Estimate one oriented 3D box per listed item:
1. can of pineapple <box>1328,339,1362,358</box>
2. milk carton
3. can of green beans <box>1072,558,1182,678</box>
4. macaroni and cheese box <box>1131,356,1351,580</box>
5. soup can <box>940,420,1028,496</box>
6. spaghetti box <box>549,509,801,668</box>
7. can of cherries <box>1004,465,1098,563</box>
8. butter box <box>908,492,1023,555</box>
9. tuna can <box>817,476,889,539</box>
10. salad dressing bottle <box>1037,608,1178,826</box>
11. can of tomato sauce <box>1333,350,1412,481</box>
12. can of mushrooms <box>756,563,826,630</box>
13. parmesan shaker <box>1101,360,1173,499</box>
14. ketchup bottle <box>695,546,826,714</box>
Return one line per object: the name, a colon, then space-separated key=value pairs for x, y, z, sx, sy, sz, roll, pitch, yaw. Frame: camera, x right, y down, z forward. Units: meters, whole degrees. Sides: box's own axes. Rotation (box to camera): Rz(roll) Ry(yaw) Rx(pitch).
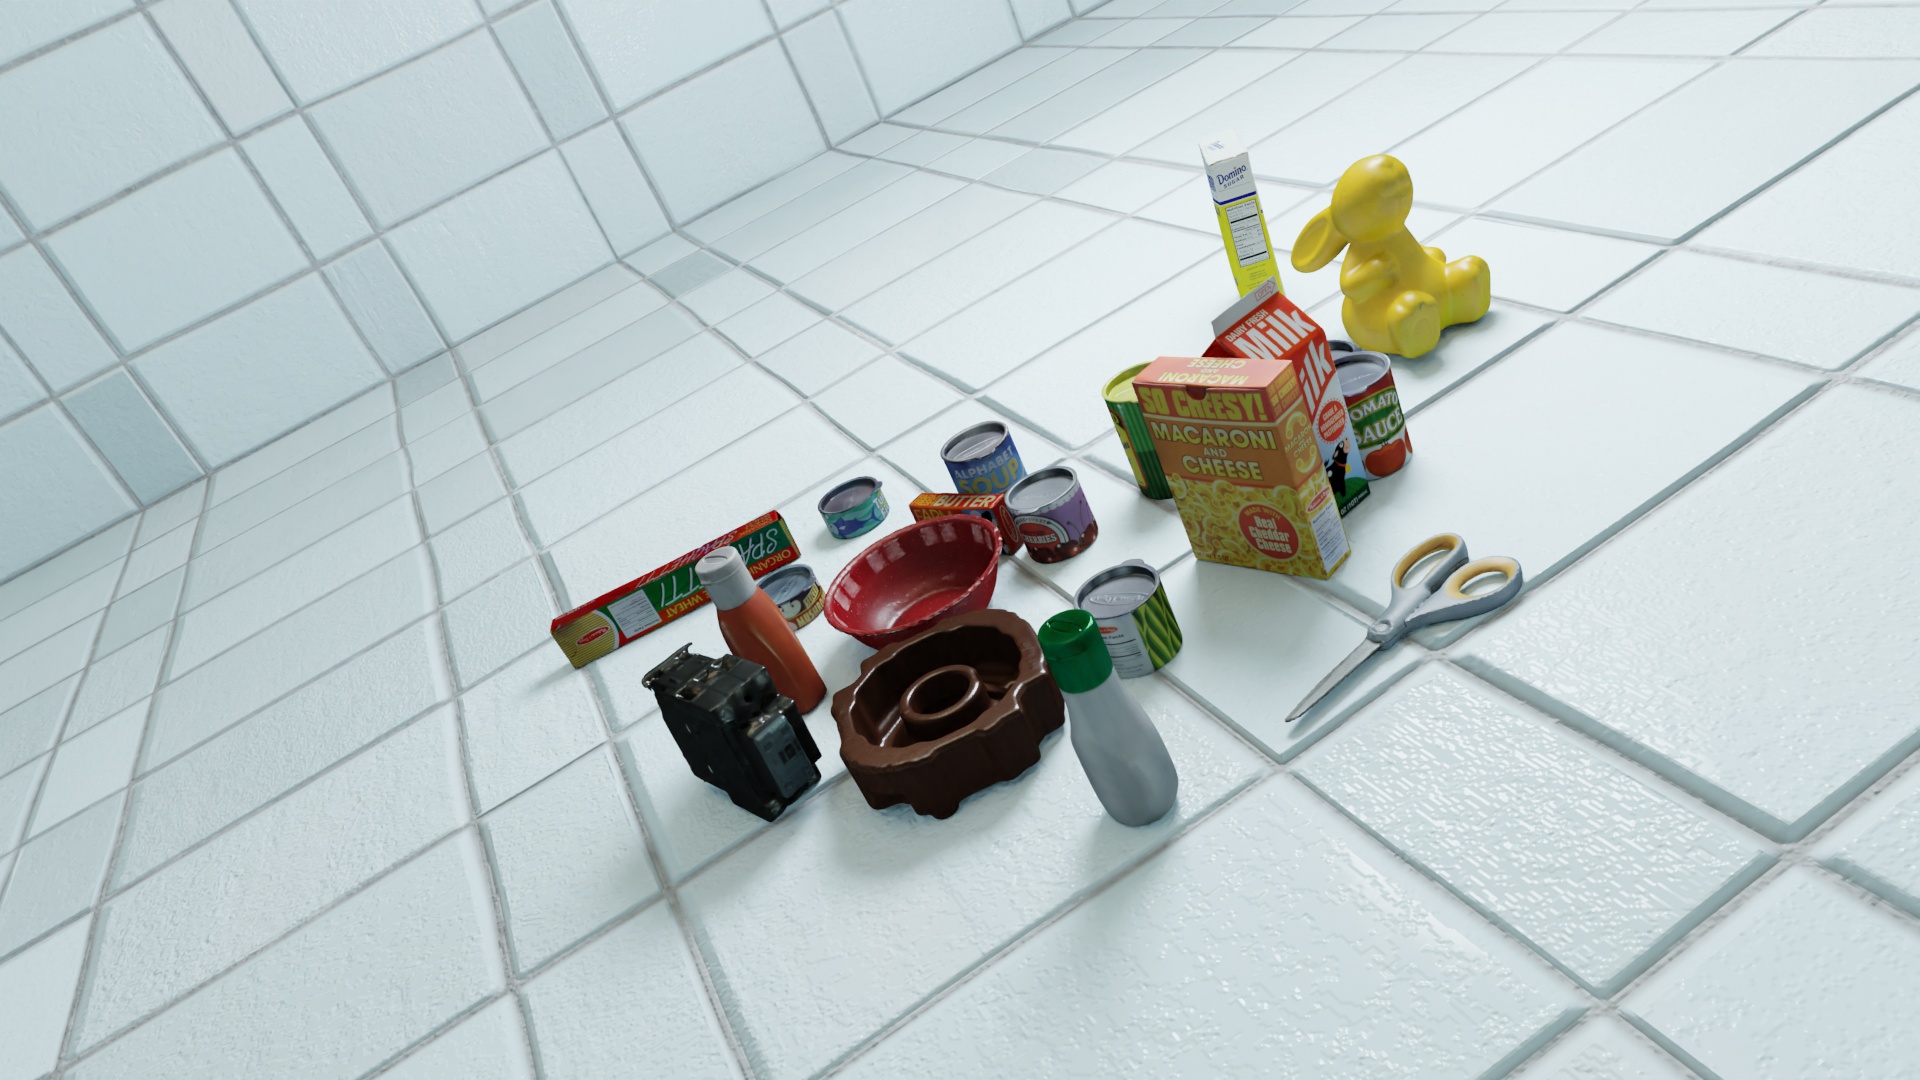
can of pineapple: x=0.314 y=-0.131 z=1.189 sx=0.071 sy=0.057 sz=0.071 roll=-19 pitch=28 yaw=11
milk carton: x=0.240 y=-0.100 z=1.054 sx=0.072 sy=0.189 sz=0.073 roll=-37 pitch=30 yaw=-22
can of green beans: x=0.123 y=0.058 z=1.017 sx=0.071 sy=0.057 sz=0.071 roll=-19 pitch=28 yaw=11
macaroni and cheese box: x=0.207 y=-0.054 z=1.027 sx=0.123 sy=0.165 sz=0.040 roll=10 pitch=43 yaw=48
soup can: x=0.028 y=-0.055 z=1.262 sx=0.071 sy=0.083 sz=0.072 roll=-19 pitch=28 yaw=11
spaghetti box: x=-0.279 y=0.047 z=1.368 sx=0.250 sy=0.050 sz=0.029 roll=-27 pitch=28 yaw=-3
can of cherries: x=0.077 y=-0.021 z=1.190 sx=0.071 sy=0.058 sz=0.072 roll=-19 pitch=28 yaw=11
butter box: x=0.004 y=-0.016 z=1.245 sx=0.103 sy=0.053 sz=0.024 roll=3 pitch=39 yaw=42
tuna can: x=-0.104 y=-0.033 z=1.385 sx=0.071 sy=0.032 sz=0.071 roll=-19 pitch=28 yaw=11
salad dressing bottle: x=0.090 y=0.110 z=0.858 sx=0.044 sy=0.147 sz=0.064 roll=-41 pitch=31 yaw=-28
can of tomato sauce: x=0.318 y=-0.097 z=1.102 sx=0.071 sy=0.082 sz=0.071 roll=-19 pitch=28 yaw=11
can of mushrooms: x=-0.157 y=0.054 z=1.276 sx=0.071 sy=0.033 sz=0.071 roll=-19 pitch=28 yaw=11
parmesan shaker: x=0.169 y=-0.093 z=1.193 sx=0.071 sy=0.102 sz=0.071 roll=-19 pitch=28 yaw=11
ketchup bottle: x=-0.165 y=0.074 z=1.123 sx=0.064 sy=0.148 sz=0.044 roll=0 pitch=37 yaw=40
